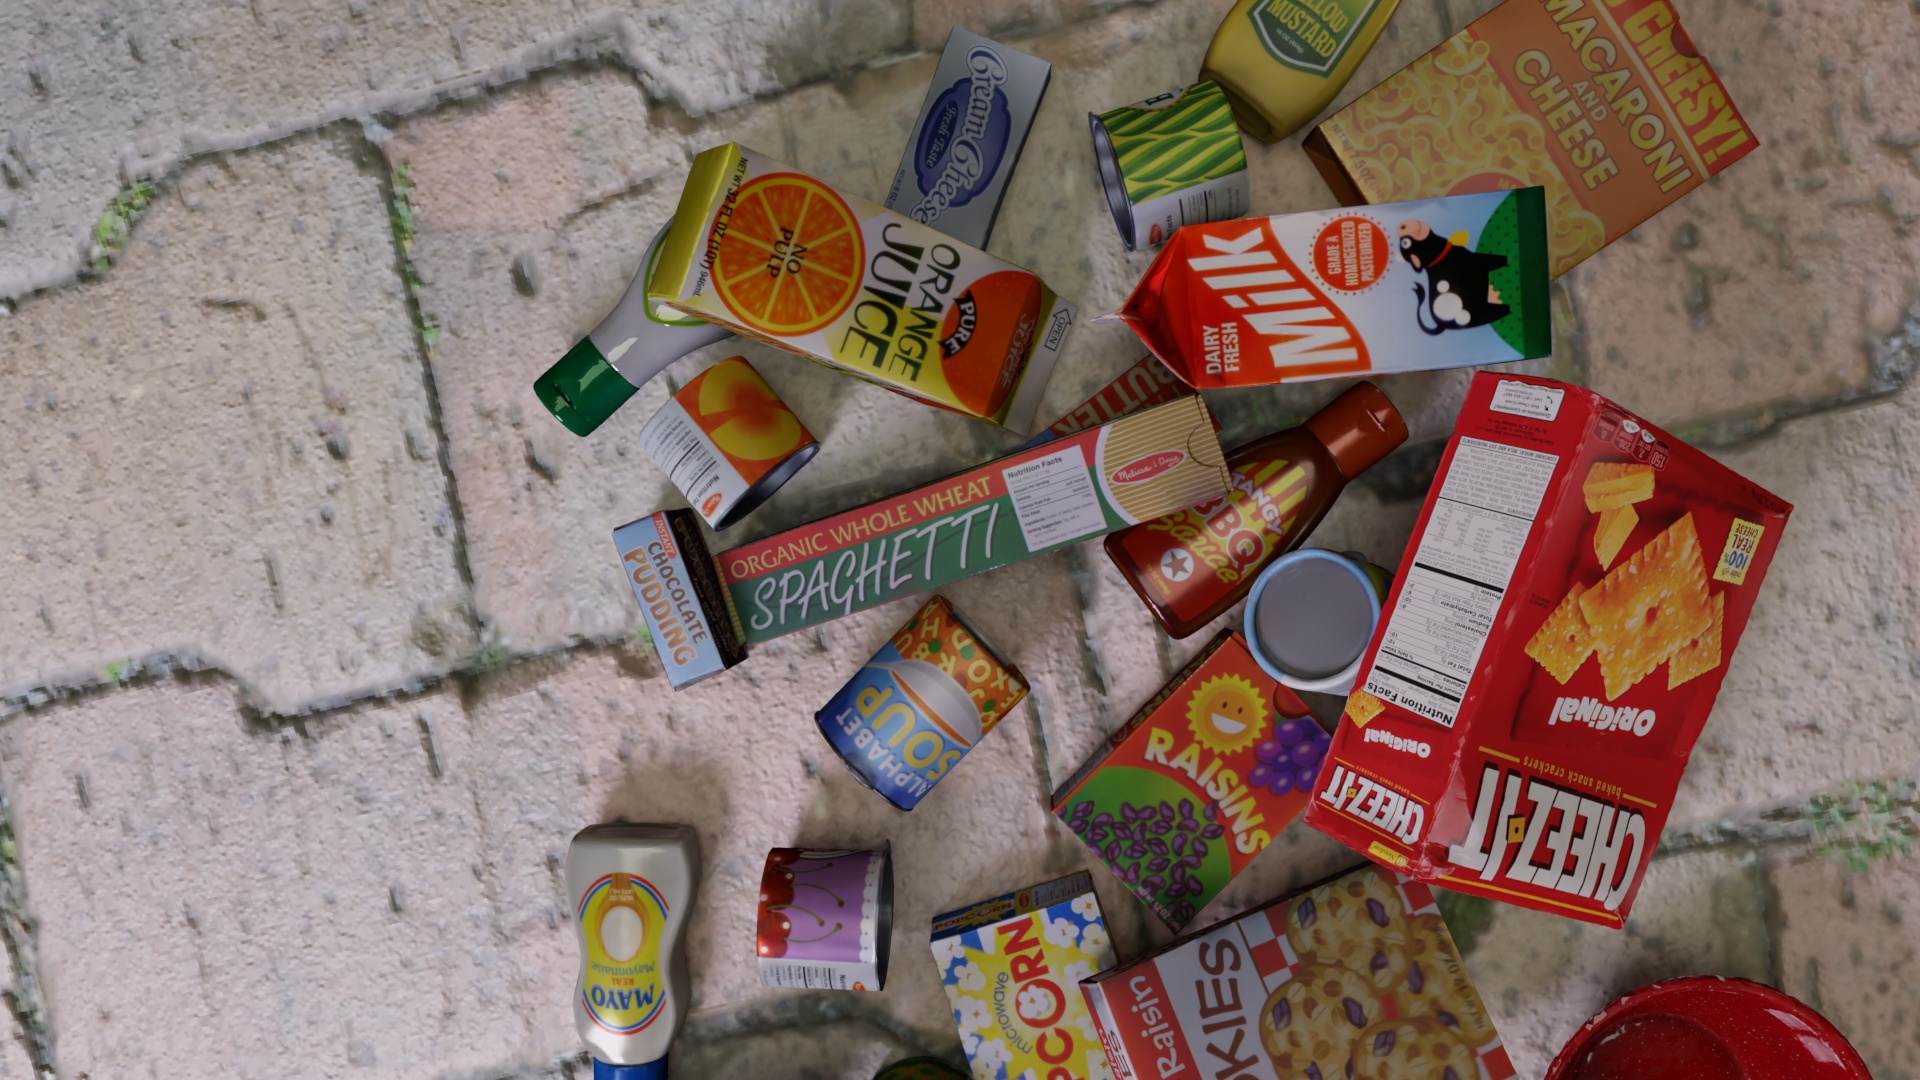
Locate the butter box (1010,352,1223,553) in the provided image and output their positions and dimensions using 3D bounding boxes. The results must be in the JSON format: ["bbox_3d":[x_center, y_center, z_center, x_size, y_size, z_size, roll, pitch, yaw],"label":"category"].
[{"bbox_3d":[0.072,-0.044,0.681,0.103,0.024,0.053,-36,90,3],"label":"butter box"}]

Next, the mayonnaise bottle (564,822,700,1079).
[{"bbox_3d":[-0.162,0.217,0.687,0.065,0.041,0.148,1,91,1],"label":"mayonnaise bottle"}]

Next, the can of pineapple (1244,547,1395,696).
[{"bbox_3d":[0.173,0.037,0.649,0.071,0.058,0.071,-7,78,33],"label":"can of pineapple"}]

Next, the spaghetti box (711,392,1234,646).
[{"bbox_3d":[0.002,-0.008,0.661,0.250,0.029,0.050,-18,91,13],"label":"spaghetti box"}]

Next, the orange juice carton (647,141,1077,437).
[{"bbox_3d":[-0.037,-0.110,0.640,0.193,0.073,0.071,18,93,-25],"label":"orange juice carton"}]

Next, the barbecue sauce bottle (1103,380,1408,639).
[{"bbox_3d":[0.144,-0.019,0.668,0.148,0.043,0.065,-37,83,2],"label":"barbecue sauce bottle"}]

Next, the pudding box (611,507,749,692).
[{"bbox_3d":[-0.136,0.028,0.678,0.030,0.050,0.083,-21,90,5],"label":"pudding box"}]

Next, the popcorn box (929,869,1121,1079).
[{"bbox_3d":[0.044,0.237,0.681,0.085,0.038,0.126,-18,90,3],"label":"popcorn box"}]

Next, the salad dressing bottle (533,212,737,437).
[{"bbox_3d":[-0.142,-0.112,0.678,0.147,0.044,0.064,-42,90,3],"label":"salad dressing bottle"}]

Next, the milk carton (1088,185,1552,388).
[{"bbox_3d":[0.154,-0.107,0.619,0.190,0.072,0.073,-4,95,9],"label":"milk carton"}]

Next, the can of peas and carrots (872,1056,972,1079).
[{"bbox_3d":[-0.023,0.295,0.675,0.071,0.059,0.071,0,91,2],"label":"can of peas and carrots"}]

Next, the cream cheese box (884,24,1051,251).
[{"bbox_3d":[0.003,-0.192,0.680,0.053,0.024,0.103,21,92,1],"label":"cream cheese box"}]

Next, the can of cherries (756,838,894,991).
[{"bbox_3d":[-0.064,0.180,0.672,0.058,0.071,0.071,1,92,3],"label":"can of cherries"}]

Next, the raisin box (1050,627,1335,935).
[{"bbox_3d":[0.116,0.115,0.675,0.123,0.040,0.086,-45,88,2],"label":"raisin box"}]

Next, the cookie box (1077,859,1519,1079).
[{"bbox_3d":[0.156,0.231,0.641,0.168,0.040,0.123,-19,75,-13],"label":"cookie box"}]

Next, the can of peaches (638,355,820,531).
[{"bbox_3d":[-0.110,-0.048,0.669,0.071,0.071,0.058,-41,89,3],"label":"can of peaches"}]

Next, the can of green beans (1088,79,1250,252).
[{"bbox_3d":[0.099,-0.177,0.656,0.058,0.071,0.071,-17,91,2],"label":"can of green beans"}]

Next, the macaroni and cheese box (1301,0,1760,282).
[{"bbox_3d":[0.269,-0.189,0.661,0.166,0.040,0.123,-33,91,3],"label":"macaroni and cheese box"}]

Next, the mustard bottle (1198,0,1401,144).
[{"bbox_3d":[0.181,-0.267,0.659,0.065,0.049,0.160,38,93,-1],"label":"mustard bottle"}]

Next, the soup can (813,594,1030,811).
[{"bbox_3d":[-0.018,0.078,0.663,0.071,0.071,0.084,45,93,1],"label":"soup can"}]
